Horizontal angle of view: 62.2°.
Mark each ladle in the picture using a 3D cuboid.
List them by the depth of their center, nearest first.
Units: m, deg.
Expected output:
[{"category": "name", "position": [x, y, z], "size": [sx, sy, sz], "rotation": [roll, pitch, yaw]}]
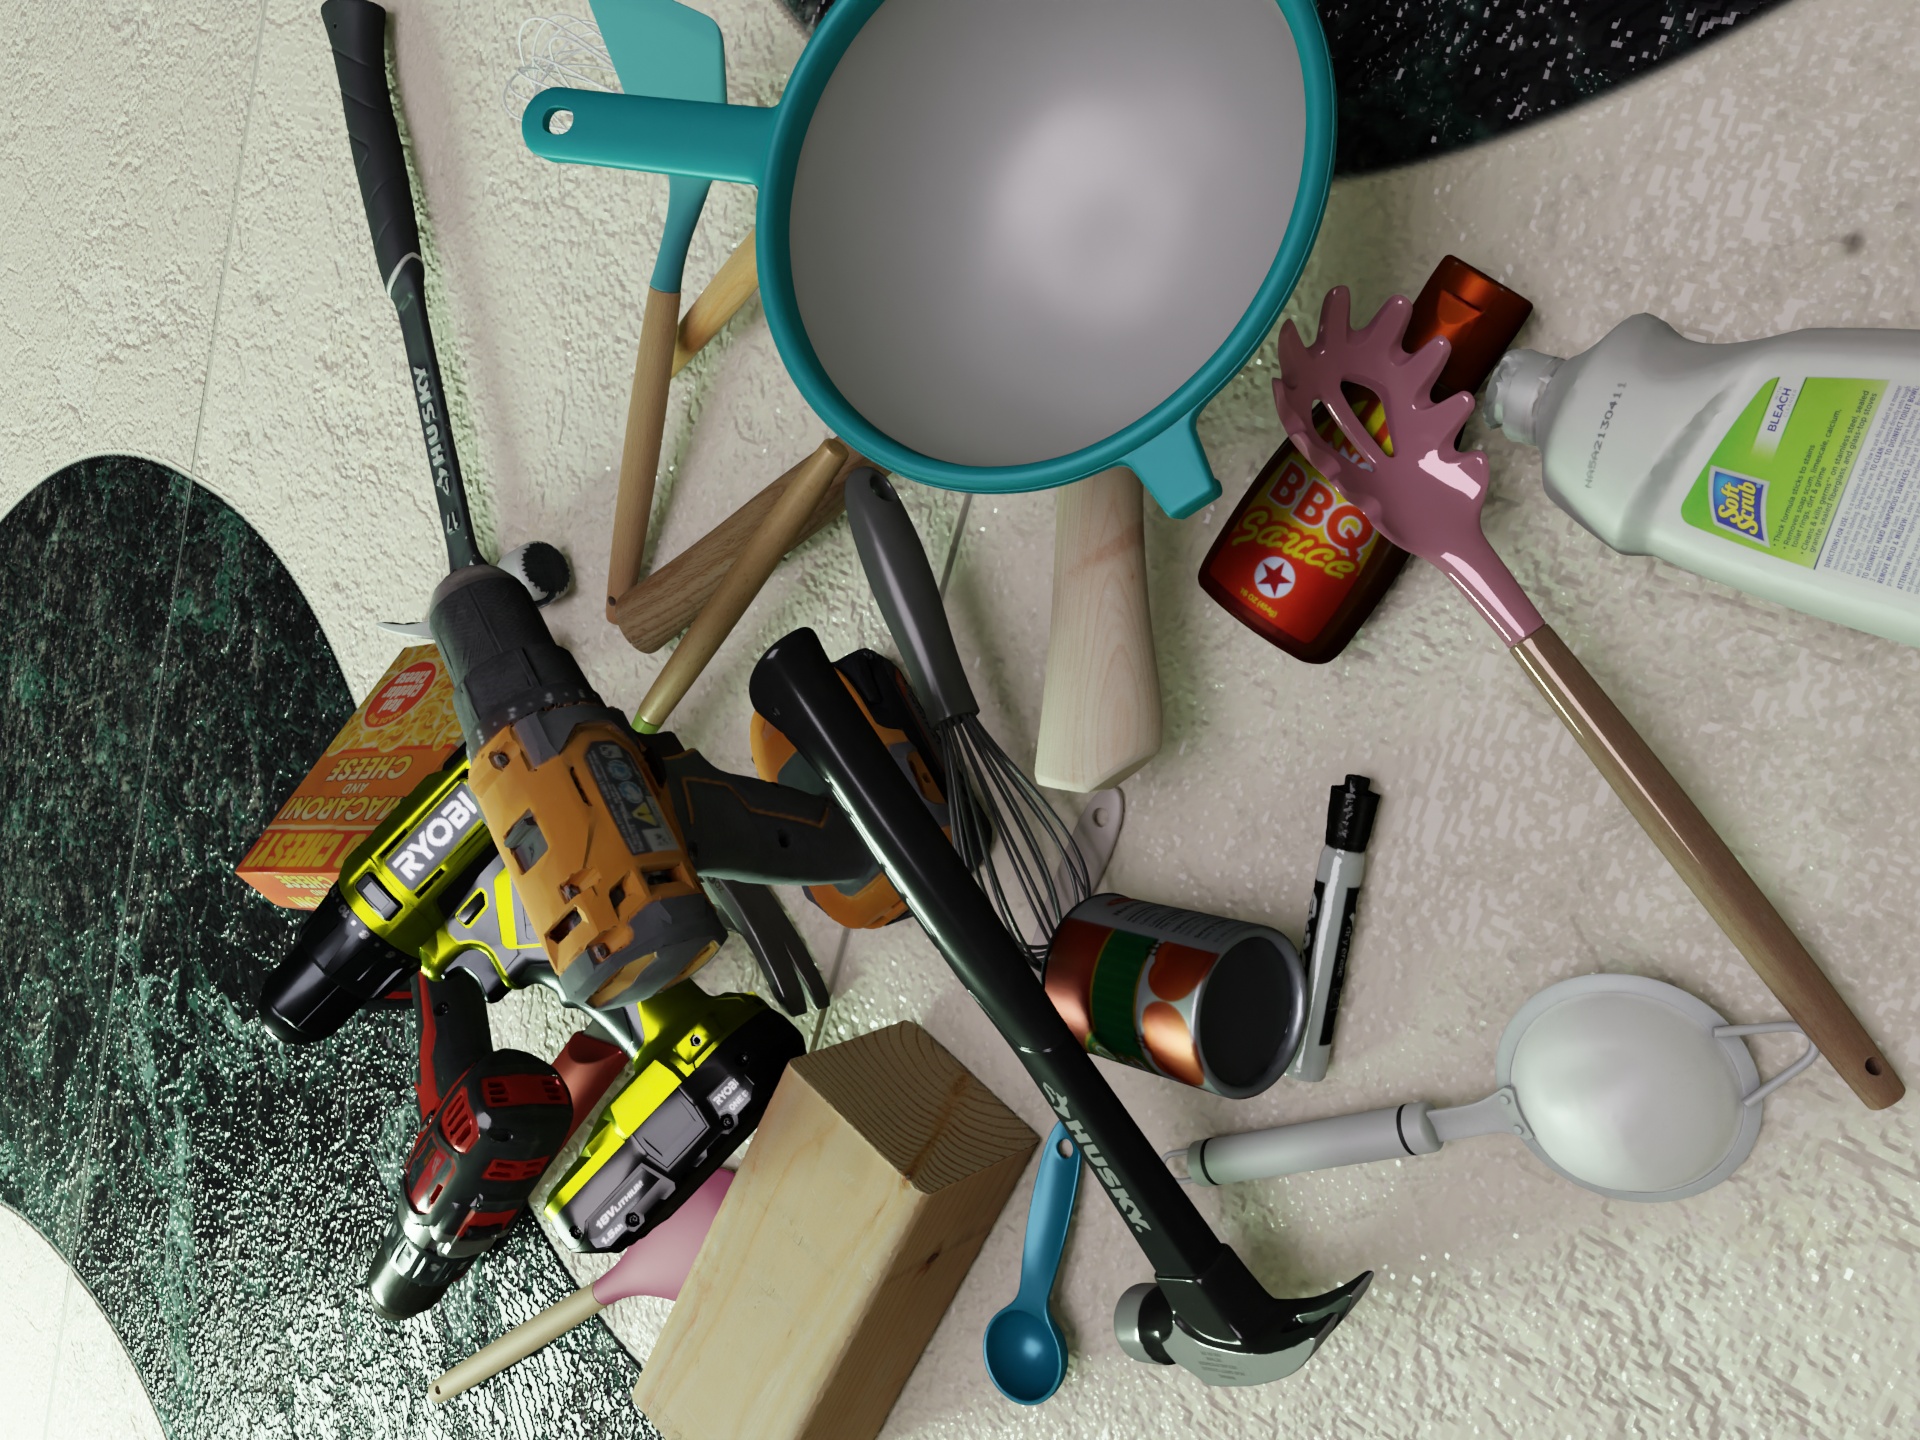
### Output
[{"category": "ladle", "position": [-0.151, -0.027, 0.785], "size": [0.062, 0.078, 0.320], "rotation": [38, 124, -5]}]

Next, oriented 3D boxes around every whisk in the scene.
[{"category": "whisk", "position": [0.000, -0.003, 0.680], "size": [0.055, 0.055, 0.239], "rotation": [-29, 77, 34]}, {"category": "whisk", "position": [-0.122, -0.280, 0.779], "size": [0.285, 0.070, 0.070], "rotation": [31, 110, 26]}]

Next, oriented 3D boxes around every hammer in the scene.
[{"category": "hammer", "position": [0.025, 0.109, 0.604], "size": [0.335, 0.035, 0.146], "rotation": [56, 149, -1]}, {"category": "hammer", "position": [0.055, -0.178, 0.627], "size": [0.146, 0.038, 0.410], "rotation": [6, 92, 26]}, {"category": "hammer", "position": [-0.053, -0.116, 0.747], "size": [0.331, 0.031, 0.130], "rotation": [-31, 74, 34]}, {"category": "hammer", "position": [-0.208, 0.207, 0.877], "size": [0.149, 0.036, 0.359], "rotation": [50, 119, 24]}, {"category": "hammer", "position": [-0.328, -0.242, 0.945], "size": [0.149, 0.036, 0.409], "rotation": [-21, 80, 37]}]

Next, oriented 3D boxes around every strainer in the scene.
[{"category": "strainer", "position": [0.177, 0.151, 0.585], "size": [0.258, 0.050, 0.087], "rotation": [-23, 93, 39]}, {"category": "strainer", "position": [-0.015, -0.194, 0.593], "size": [0.340, 0.095, 0.211], "rotation": [18, 95, 29]}]

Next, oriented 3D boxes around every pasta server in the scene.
[{"category": "pasta server", "position": [0.206, -0.008, 0.523], "size": [0.060, 0.040, 0.316], "rotation": [-34, 82, -4]}]

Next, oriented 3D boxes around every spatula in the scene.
[{"category": "spatula", "position": [-0.157, -0.186, 0.780], "size": [0.082, 0.044, 0.317], "rotation": [28, 121, 24]}]

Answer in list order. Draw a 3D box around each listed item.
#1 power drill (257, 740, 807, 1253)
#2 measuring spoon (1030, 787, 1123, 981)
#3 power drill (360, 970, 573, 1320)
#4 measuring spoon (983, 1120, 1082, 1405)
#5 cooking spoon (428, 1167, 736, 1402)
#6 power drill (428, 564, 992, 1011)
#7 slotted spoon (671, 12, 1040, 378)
[{"category": "power drill", "position": [-0.203, 0.134, 0.747], "size": [0.228, 0.080, 0.190], "rotation": [44, 90, 10]}, {"category": "measuring spoon", "position": [0.041, 0.083, 0.694], "size": [0.034, 0.018, 0.124], "rotation": [33, 110, 31]}, {"category": "power drill", "position": [-0.299, 0.198, 0.884], "size": [0.187, 0.080, 0.227], "rotation": [-55, 48, 27]}, {"category": "measuring spoon", "position": [0.041, 0.238, 0.708], "size": [0.042, 0.021, 0.128], "rotation": [12, 90, 37]}, {"category": "cooking spoon", "position": [-0.216, 0.332, 0.900], "size": [0.319, 0.017, 0.069], "rotation": [-38, 70, 31]}, {"category": "power drill", "position": [-0.107, 0.016, 0.672], "size": [0.084, 0.226, 0.185], "rotation": [-43, 68, 30]}, {"category": "slotted spoon", "position": [-0.070, -0.230, 0.712], "size": [0.314, 0.031, 0.070], "rotation": [-29, 85, 50]}]
